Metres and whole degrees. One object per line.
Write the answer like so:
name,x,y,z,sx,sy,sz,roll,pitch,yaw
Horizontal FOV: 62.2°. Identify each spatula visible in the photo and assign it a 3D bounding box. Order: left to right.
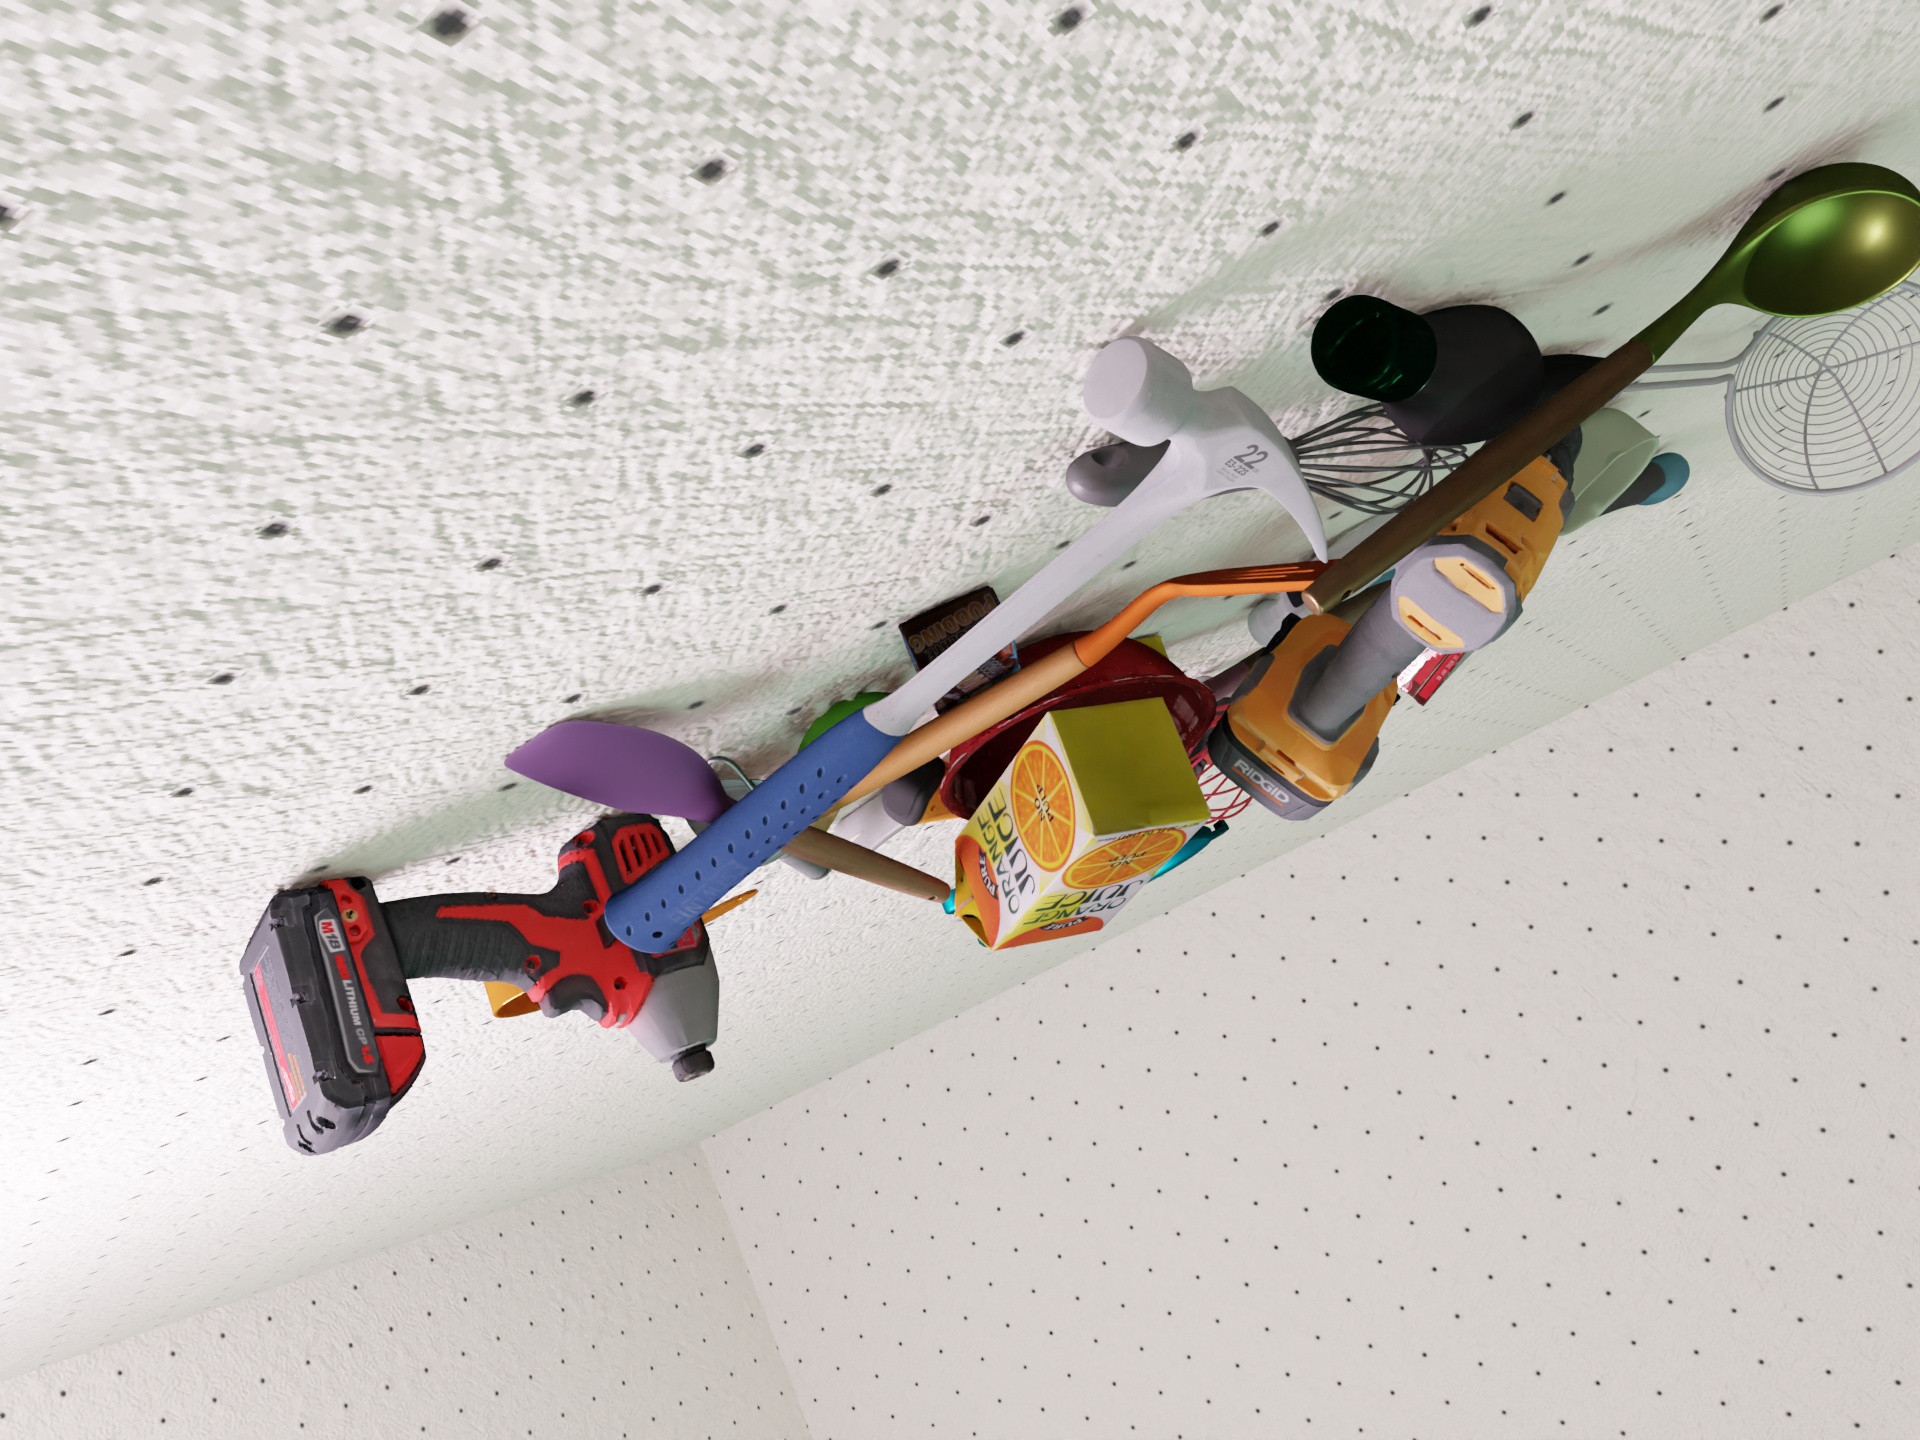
spatula,-0.095,0.054,0.804,0.060,0.018,0.315,-30,148,22
spatula,0.044,-0.013,0.774,0.322,0.041,0.081,-30,180,24

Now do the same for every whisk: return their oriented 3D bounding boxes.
whisk,0.217,-0.004,1.112,0.296,0.073,0.073,-33,177,-45
whisk,0.140,-0.111,0.698,0.239,0.055,0.055,-10,161,-35

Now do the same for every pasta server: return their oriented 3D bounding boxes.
pasta server,0.207,-0.037,1.030,0.316,0.040,0.060,-29,-158,-20

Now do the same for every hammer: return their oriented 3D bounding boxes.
hammer,-0.021,-0.004,0.693,0.144,0.035,0.405,18,135,-42
hammer,0.066,0.039,1.035,0.336,0.034,0.127,-6,124,-51
hammer,0.076,0.040,1.173,0.359,0.037,0.149,-8,159,-48
hammer,0.345,-0.123,1.025,0.331,0.033,0.128,-18,166,-26

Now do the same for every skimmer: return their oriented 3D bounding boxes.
skimmer,0.393,-0.167,0.820,0.363,0.090,0.127,-11,129,-36

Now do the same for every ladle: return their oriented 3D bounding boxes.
ladle,0.280,-0.135,0.678,0.320,0.062,0.078,-37,150,-8

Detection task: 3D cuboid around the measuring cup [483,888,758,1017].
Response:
measuring cup,-0.210,0.121,0.964,0.173,0.052,0.095,-26,166,-2

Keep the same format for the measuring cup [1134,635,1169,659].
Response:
measuring cup,0.079,-0.027,0.938,0.062,0.029,0.156,-31,164,26

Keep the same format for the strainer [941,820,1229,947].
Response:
strainer,0.062,0.099,1.253,0.211,0.095,0.340,-32,163,25

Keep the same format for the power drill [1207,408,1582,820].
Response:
power drill,0.241,-0.064,0.855,0.185,0.084,0.226,-50,177,-40

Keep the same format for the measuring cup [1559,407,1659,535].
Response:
measuring cup,0.328,-0.120,0.929,0.167,0.038,0.083,-37,158,2

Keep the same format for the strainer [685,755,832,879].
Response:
strainer,-0.107,0.072,0.934,0.087,0.050,0.258,-3,166,7

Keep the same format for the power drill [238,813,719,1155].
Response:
power drill,-0.223,0.131,0.787,0.219,0.143,0.078,-10,158,-40

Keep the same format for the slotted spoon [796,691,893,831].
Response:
slotted spoon,-0.076,0.039,0.933,0.070,0.031,0.313,-20,168,-17

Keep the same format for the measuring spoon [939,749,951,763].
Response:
measuring spoon,-0.001,-0.003,0.937,0.034,0.018,0.124,-27,161,-18
